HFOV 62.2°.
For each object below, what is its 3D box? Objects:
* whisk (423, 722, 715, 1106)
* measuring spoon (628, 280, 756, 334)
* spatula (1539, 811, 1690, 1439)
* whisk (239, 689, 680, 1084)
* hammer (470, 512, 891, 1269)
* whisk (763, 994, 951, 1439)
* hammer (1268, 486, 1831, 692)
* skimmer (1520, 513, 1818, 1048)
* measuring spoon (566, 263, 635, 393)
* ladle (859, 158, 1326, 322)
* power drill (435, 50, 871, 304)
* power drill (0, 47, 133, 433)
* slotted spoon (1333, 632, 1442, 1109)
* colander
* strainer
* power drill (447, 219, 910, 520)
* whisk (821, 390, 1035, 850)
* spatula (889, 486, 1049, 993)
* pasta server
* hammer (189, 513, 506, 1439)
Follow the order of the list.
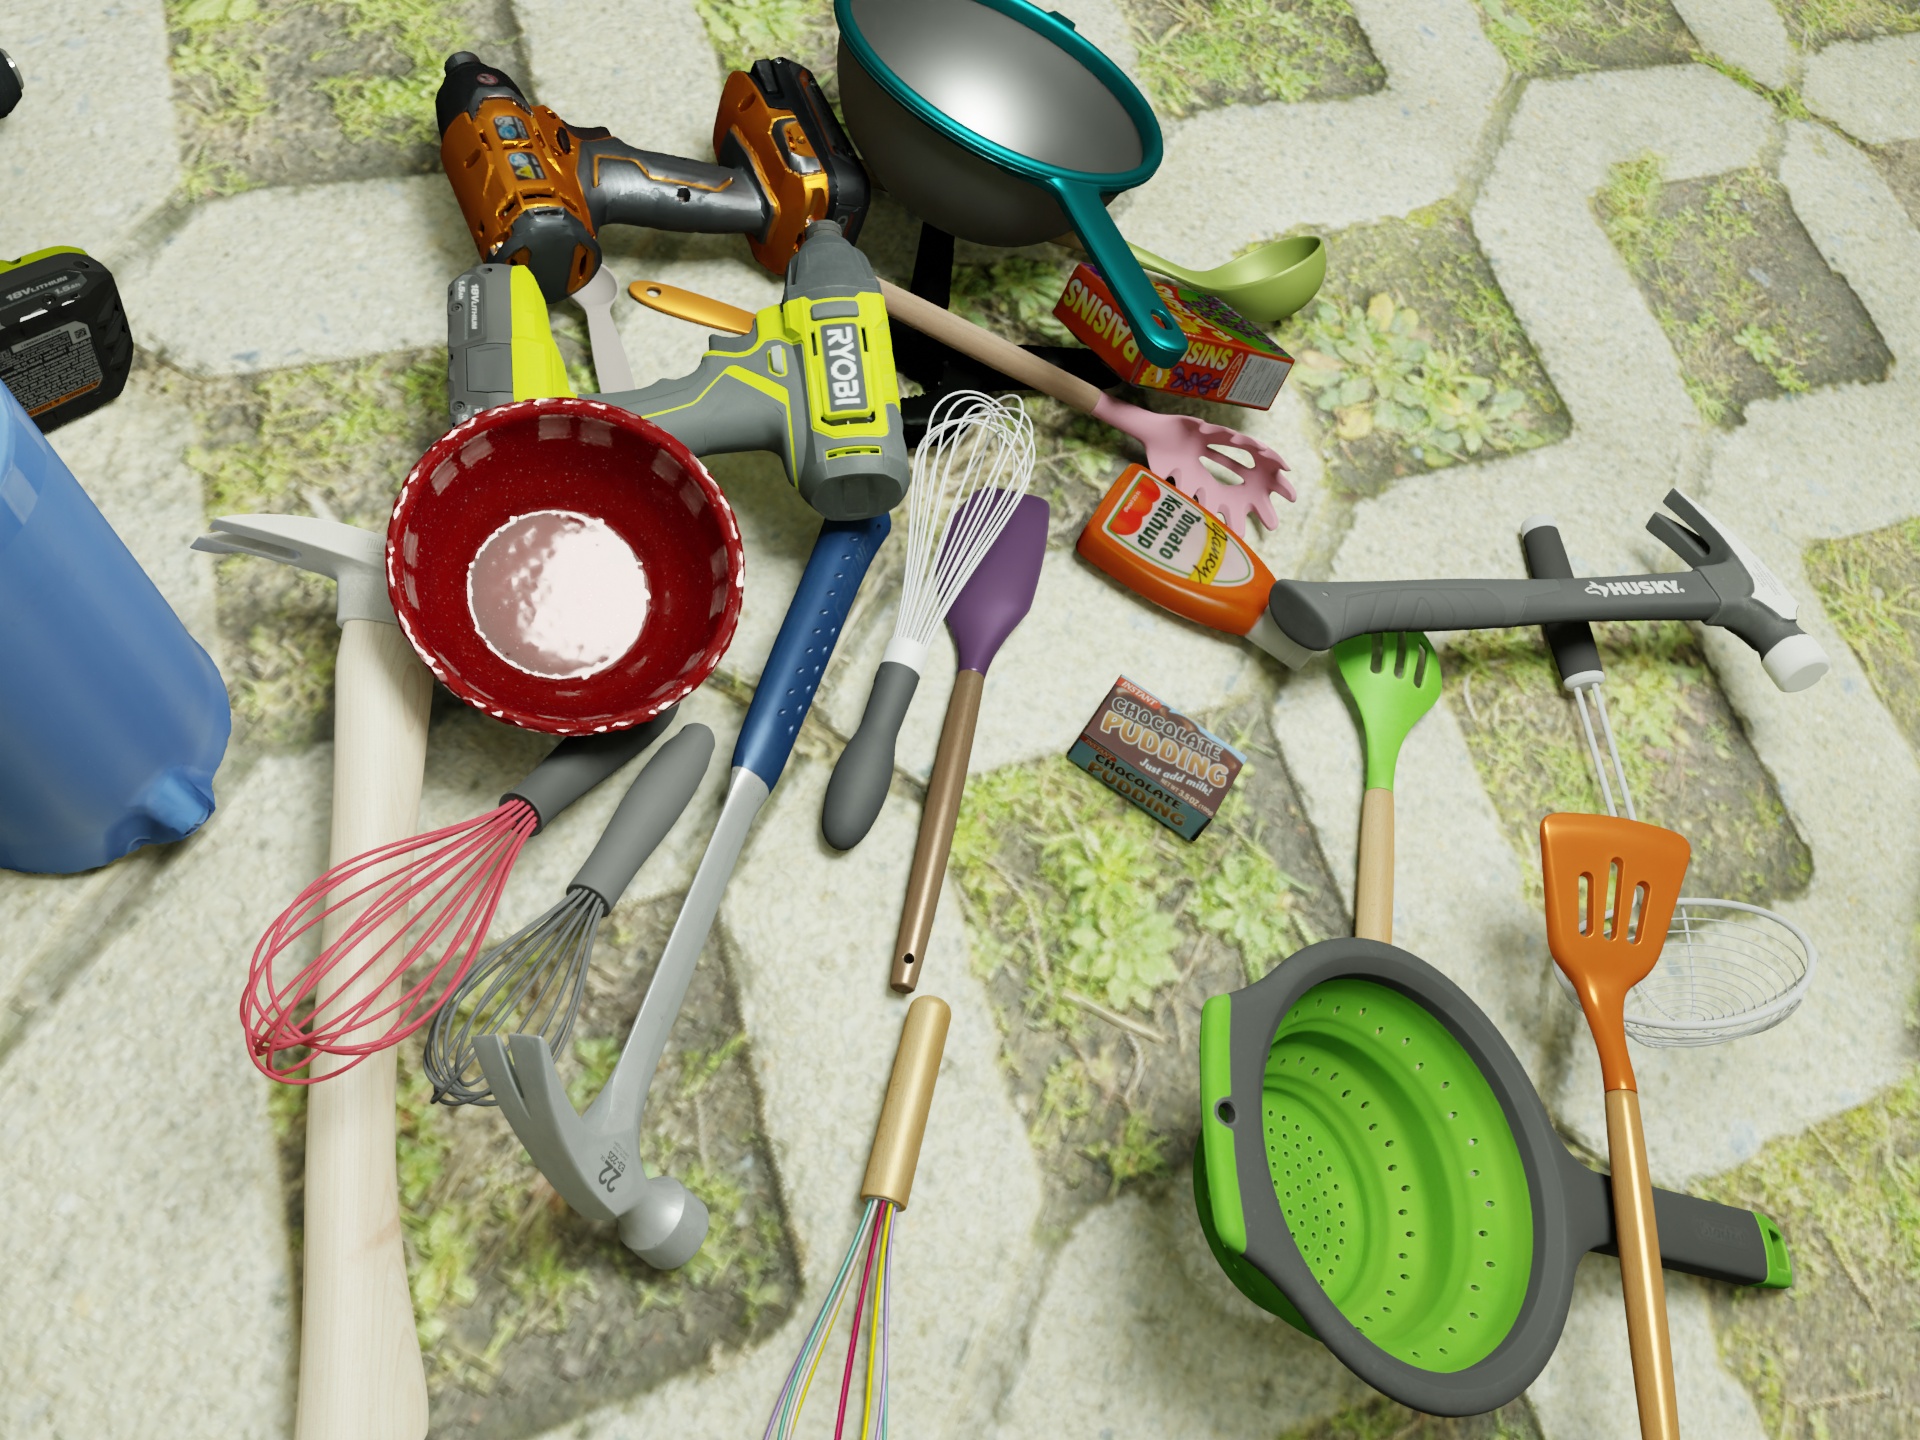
[{"bbox_3d":[-0.167,0.078,0.718,0.055,0.055,0.239,27,45,-1],"label":"whisk"},{"bbox_3d":[-0.138,-0.241,0.939,0.117,0.011,0.021,15,59,-8],"label":"measuring spoon"},{"bbox_3d":[0.315,0.195,0.743,0.081,0.041,0.323,10,58,-4],"label":"spatula"},{"bbox_3d":[-0.203,0.052,0.693,0.073,0.073,0.296,34,37,3],"label":"whisk"},{"bbox_3d":[-0.105,0.034,0.751,0.035,0.143,0.406,-5,48,26],"label":"hammer"},{"bbox_3d":[-0.036,0.232,0.694,0.051,0.047,0.245,18,55,-5],"label":"whisk"},{"bbox_3d":[0.334,-0.073,0.926,0.334,0.035,0.146,-3,51,-18],"label":"hammer"},{"bbox_3d":[0.374,0.015,0.907,0.127,0.090,0.364,-11,59,12],"label":"skimmer"},{"bbox_3d":[-0.202,-0.206,0.903,0.034,0.018,0.124,-7,71,-30],"label":"measuring spoon"},{"bbox_3d":[0.080,-0.324,1.027,0.320,0.062,0.078,16,29,-4],"label":"ladle"},{"bbox_3d":[-0.184,-0.326,0.920,0.226,0.084,0.164,-14,67,-29],"label":"power drill"},{"bbox_3d":[-0.520,-0.245,0.789,0.190,0.080,0.228,-37,75,-30],"label":"power drill"},{"bbox_3d":[0.232,0.064,0.876,0.070,0.031,0.314,16,60,-8],"label":"slotted spoon"},{"bbox_3d":[0.243,0.234,0.761,0.396,0.094,0.205,20,55,-27],"label":"colander"},{"bbox_3d":[0.032,-0.301,0.920,0.211,0.095,0.341,-3,55,-34],"label":"strainer"},{"bbox_3d":[-0.146,-0.183,0.835,0.223,0.080,0.171,-6,68,-6],"label":"power drill"},{"bbox_3d":[-0.021,-0.059,0.848,0.070,0.070,0.285,21,66,-5],"label":"whisk"},{"bbox_3d":[-0.001,-0.003,0.846,0.060,0.018,0.316,11,58,2],"label":"spatula"},{"bbox_3d":[0.055,-0.194,0.925,0.316,0.060,0.040,23,32,-15],"label":"pasta server"},{"bbox_3d":[-0.262,0.103,0.673,0.146,0.038,0.411,16,58,-41],"label":"hammer"}]
